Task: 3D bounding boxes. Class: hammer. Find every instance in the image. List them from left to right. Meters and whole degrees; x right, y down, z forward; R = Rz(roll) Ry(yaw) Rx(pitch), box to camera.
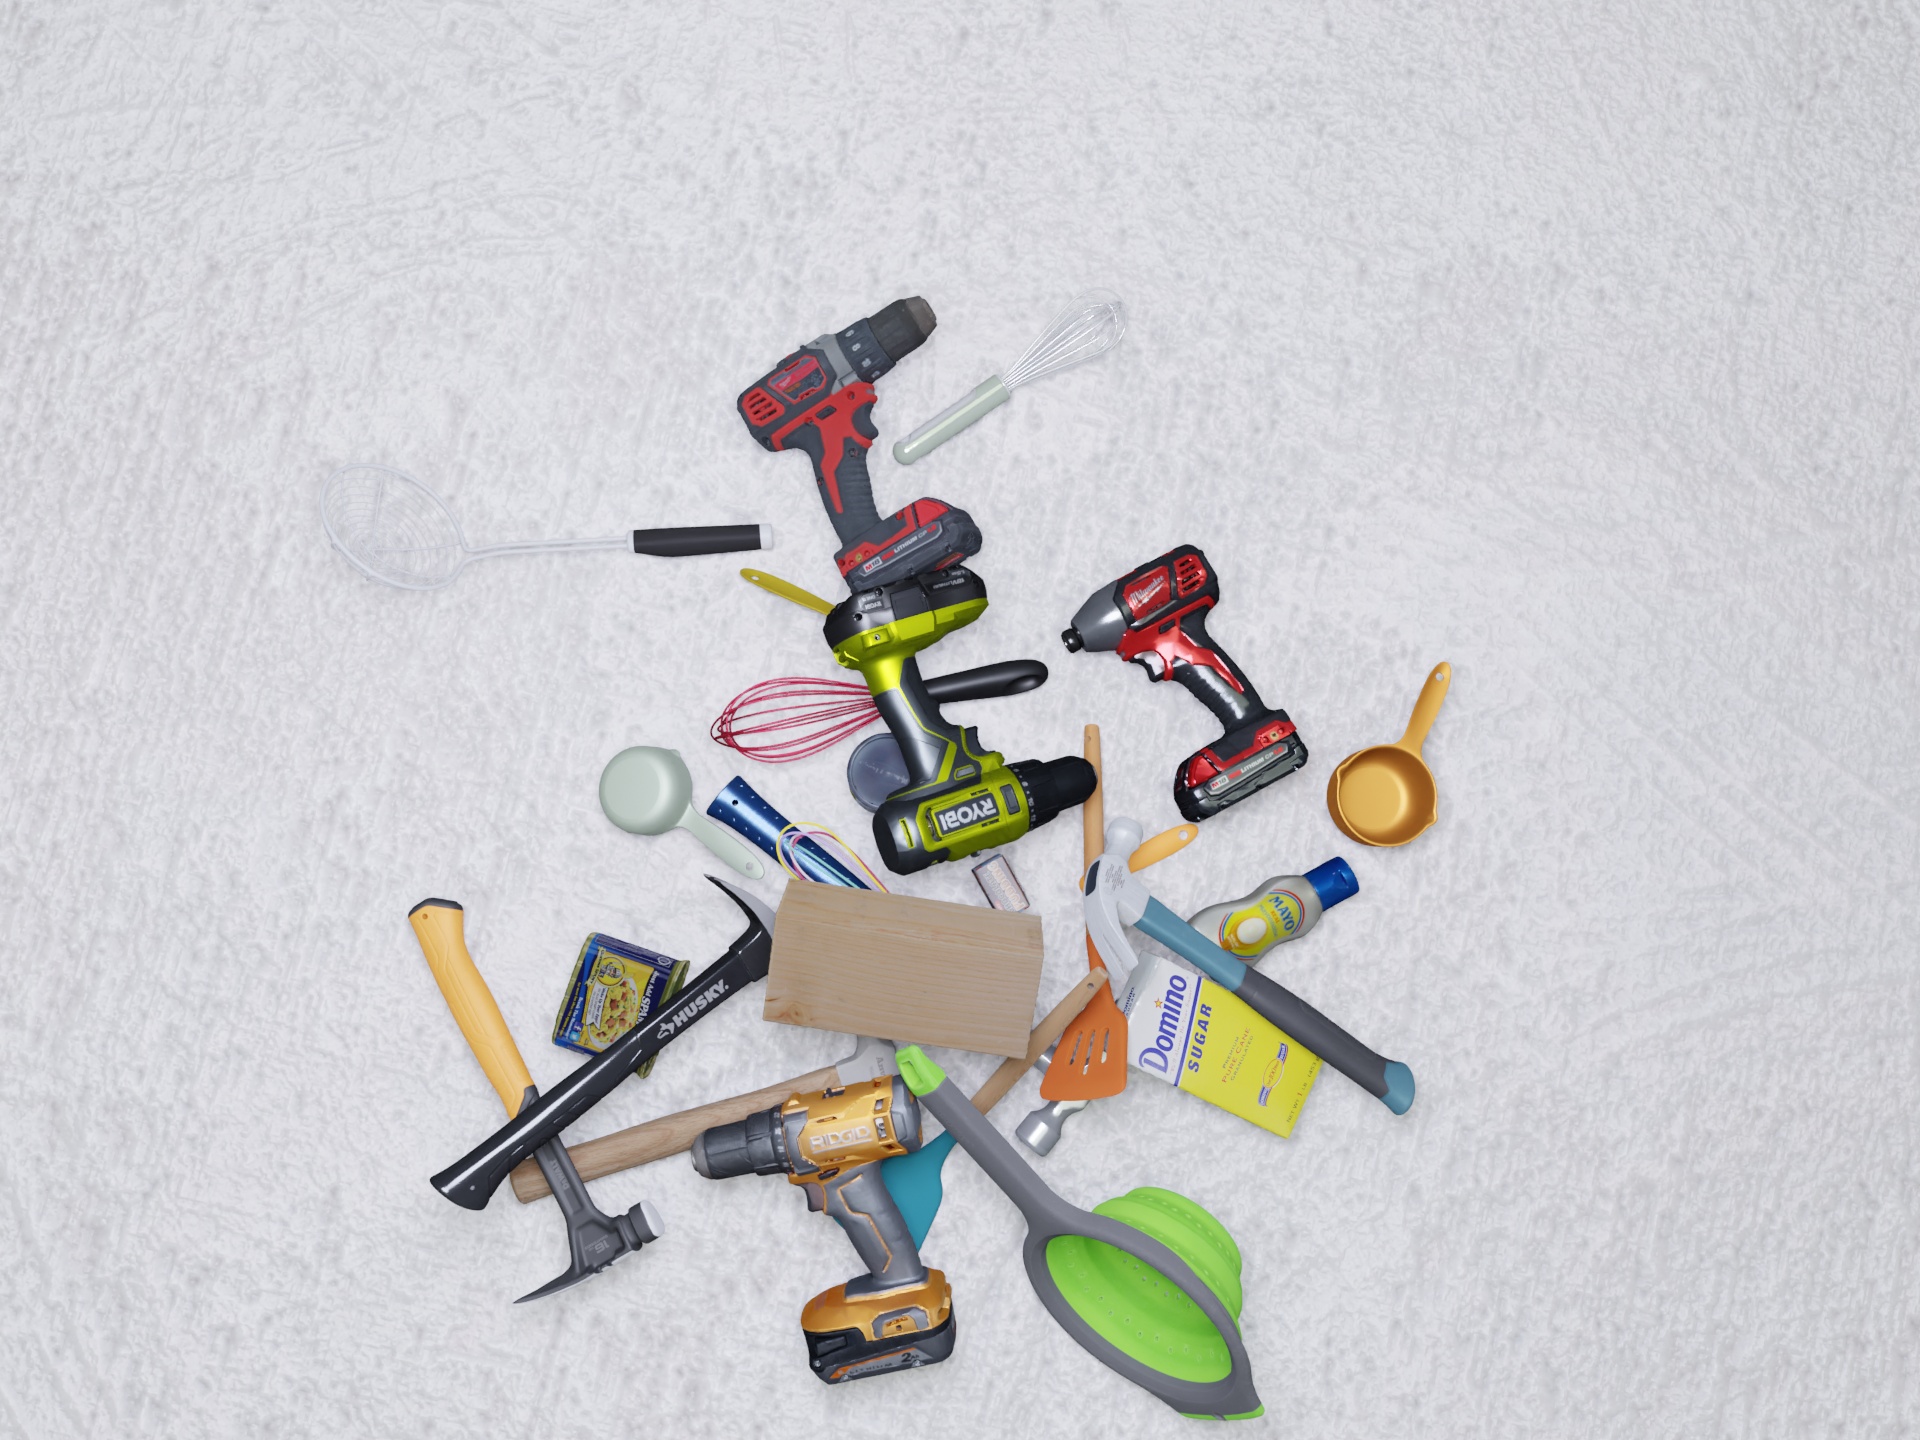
[{"bbox_3d":[-0.371,0.298,1.294,0.127,0.034,0.337,-30,78,-1],"label":"hammer"},{"bbox_3d":[-0.267,0.260,1.253,0.335,0.035,0.146,-37,113,-24],"label":"hammer"},{"bbox_3d":[-0.208,0.336,1.319,0.331,0.031,0.130,-17,91,-3],"label":"hammer"},{"bbox_3d":[-0.042,0.185,1.348,0.405,0.035,0.144,39,83,1],"label":"hammer"},{"bbox_3d":[0.239,0.217,1.303,0.331,0.033,0.128,35,47,-7],"label":"hammer"}]

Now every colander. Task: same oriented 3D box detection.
[{"bbox_3d":[0.105,0.385,1.273,0.397,0.204,0.094,49,52,-5],"label":"colander"}]

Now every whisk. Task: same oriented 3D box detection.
[{"bbox_3d":[-0.067,-0.017,1.360,0.296,0.073,0.073,-10,84,-10],"label":"whisk"},{"bbox_3d":[-0.048,0.163,1.311,0.245,0.051,0.047,36,78,-2],"label":"whisk"},{"bbox_3d":[0.043,-0.300,1.403,0.246,0.058,0.059,-35,117,-2],"label":"whisk"}]

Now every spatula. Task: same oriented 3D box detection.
[{"bbox_3d":[0.018,0.318,1.299,0.082,0.044,0.317,39,109,1],"label":"spatula"},{"bbox_3d":[0.108,0.154,1.329,0.081,0.041,0.323,-13,67,34],"label":"spatula"}]

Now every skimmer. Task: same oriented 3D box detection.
[{"bbox_3d":[-0.342,-0.168,1.342,0.363,0.090,0.127,-3,53,-6],"label":"skimmer"}]

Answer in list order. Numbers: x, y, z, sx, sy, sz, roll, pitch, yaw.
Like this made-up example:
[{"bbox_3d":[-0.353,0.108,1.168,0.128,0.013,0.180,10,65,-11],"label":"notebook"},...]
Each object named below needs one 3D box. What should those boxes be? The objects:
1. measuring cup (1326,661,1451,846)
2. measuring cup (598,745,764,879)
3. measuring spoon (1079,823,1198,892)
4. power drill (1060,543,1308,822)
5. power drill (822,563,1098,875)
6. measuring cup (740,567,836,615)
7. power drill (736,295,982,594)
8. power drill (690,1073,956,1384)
[{"bbox_3d":[0.380,0.029,1.383,0.095,0.052,0.174,27,81,0],"label":"measuring cup"},{"bbox_3d":[-0.232,0.082,1.321,0.168,0.038,0.083,34,94,20],"label":"measuring cup"},{"bbox_3d":[0.156,0.119,1.378,0.117,0.011,0.021,-27,86,-6],"label":"measuring spoon"},{"bbox_3d":[0.190,-0.029,1.368,0.143,0.078,0.220,-28,83,-6],"label":"power drill"},{"bbox_3d":[-0.002,-0.004,1.303,0.190,0.080,0.228,-18,84,-21],"label":"power drill"},{"bbox_3d":[-0.125,-0.089,1.376,0.156,0.062,0.029,26,127,13],"label":"measuring cup"},{"bbox_3d":[-0.066,-0.232,1.353,0.188,0.080,0.227,-30,84,12],"label":"power drill"},{"bbox_3d":[-0.106,0.408,1.277,0.185,0.084,0.226,-12,96,2],"label":"power drill"}]
